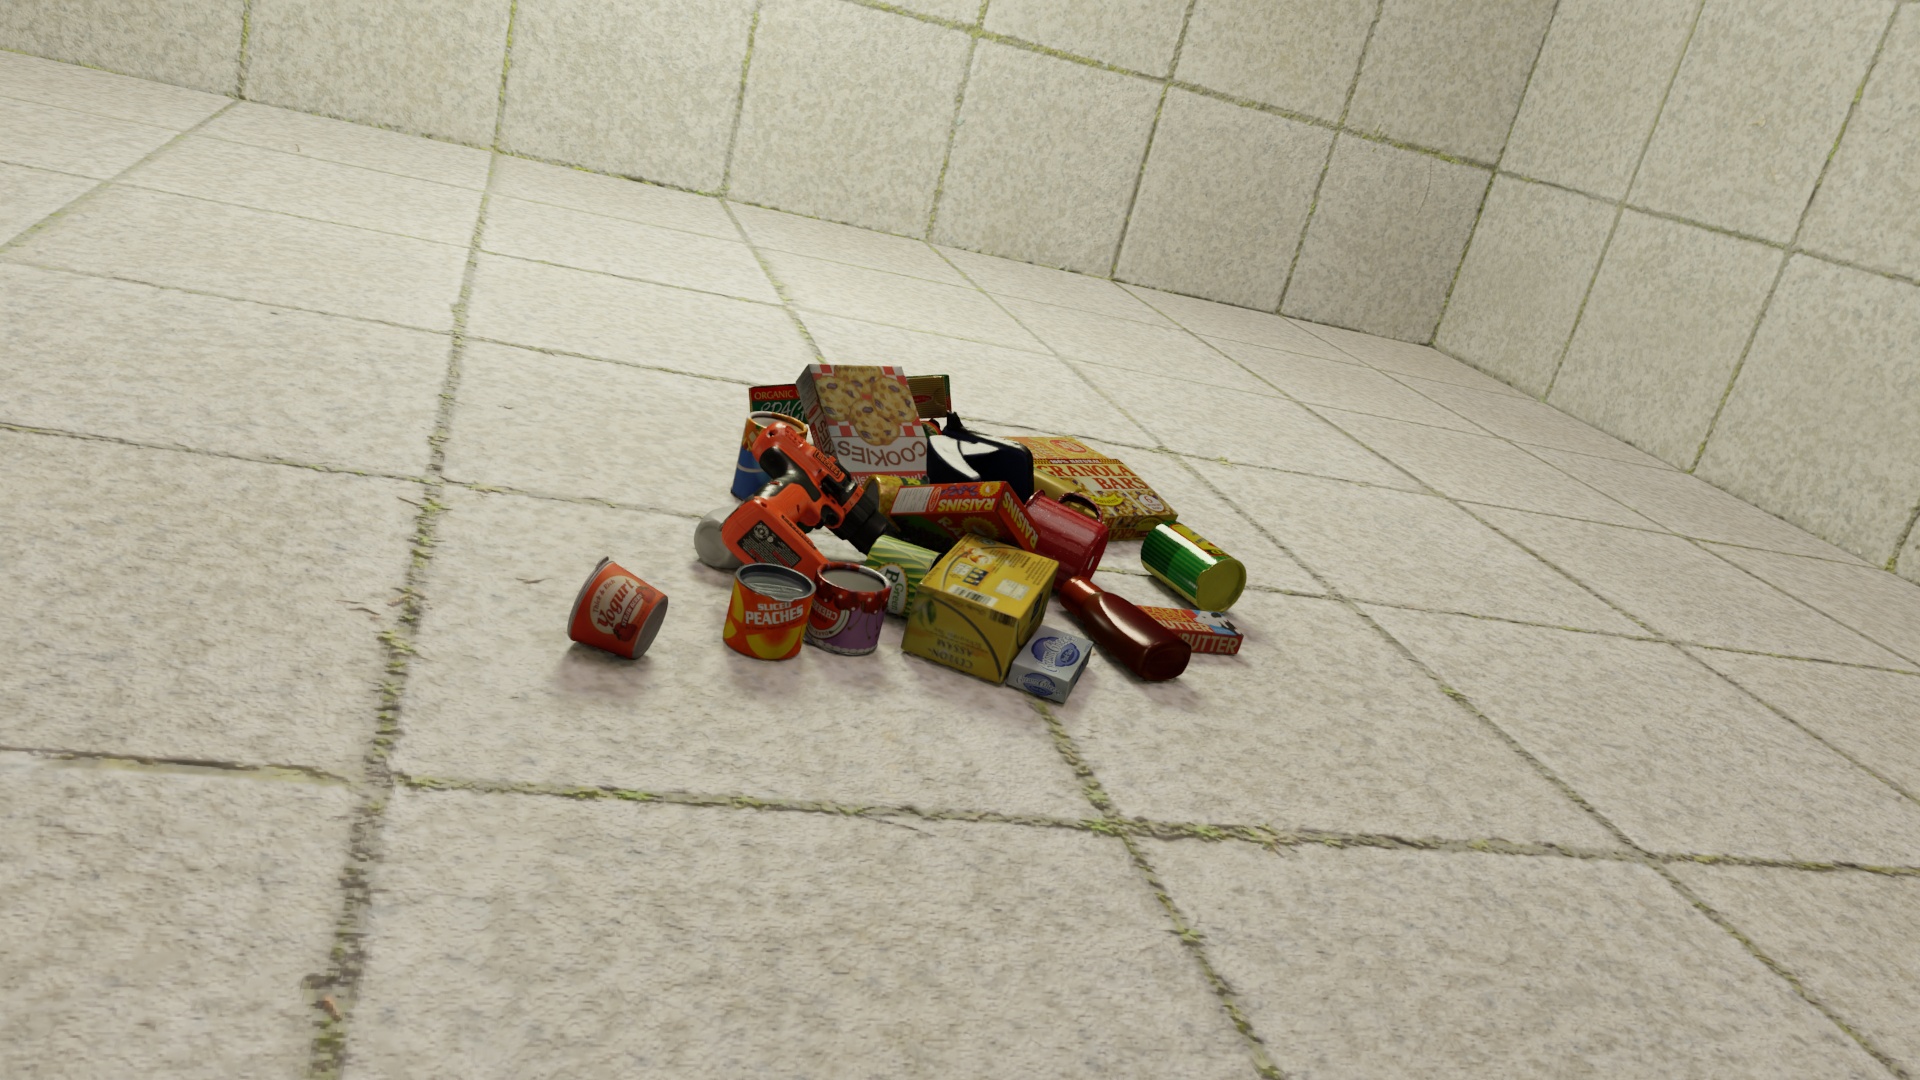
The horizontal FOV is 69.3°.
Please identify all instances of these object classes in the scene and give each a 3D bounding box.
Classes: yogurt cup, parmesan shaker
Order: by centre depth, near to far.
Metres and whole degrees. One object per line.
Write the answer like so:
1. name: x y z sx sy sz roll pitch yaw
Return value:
1. yogurt cup: -0.259 0.056 1.059 0.054 0.072 0.072 25 20 4
2. parmesan shaker: 0.247 0.026 1.491 0.071 0.071 0.103 2 24 -33

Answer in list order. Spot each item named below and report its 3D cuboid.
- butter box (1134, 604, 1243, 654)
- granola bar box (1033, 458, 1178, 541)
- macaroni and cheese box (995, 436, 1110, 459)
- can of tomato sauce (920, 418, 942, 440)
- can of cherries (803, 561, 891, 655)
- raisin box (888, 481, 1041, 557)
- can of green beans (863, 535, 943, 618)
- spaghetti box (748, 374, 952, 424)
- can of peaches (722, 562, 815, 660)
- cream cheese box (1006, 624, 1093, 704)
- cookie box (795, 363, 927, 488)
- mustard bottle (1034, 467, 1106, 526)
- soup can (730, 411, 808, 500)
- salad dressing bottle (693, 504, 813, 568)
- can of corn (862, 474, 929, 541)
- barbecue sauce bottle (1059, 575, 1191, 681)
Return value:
1. butter box: 0.222 0.088 1.373 0.103 0.024 0.053 6 21 -24
2. granola bar box: 0.159 -0.050 1.646 0.166 0.039 0.124 -3 37 -40
3. macaroni and cheese box: 0.116 -0.095 1.765 0.167 0.040 0.124 -2 25 -40
4. can of tomato sauce: -0.066 -0.106 1.622 0.071 0.071 0.083 28 24 33
5. can of cherries: -0.098 0.057 1.177 0.071 0.058 0.072 14 19 -5
6. raisin box: 0.005 -0.017 1.352 0.123 0.086 0.040 -1 54 31
7. can of green beans: -0.054 0.034 1.258 0.058 0.071 0.071 18 20 10
8. spaghetti box: -0.132 -0.165 1.644 0.250 0.050 0.029 -1 10 18
9. can of peaches: -0.156 0.059 1.131 0.071 0.057 0.071 14 20 -5
10. cream cheese box: 0.079 0.108 1.218 0.053 0.024 0.104 18 20 12
11. cookie box: -0.100 -0.113 1.525 0.123 0.040 0.168 -3 64 -35
12. mustard bottle: 0.090 -0.049 1.497 0.160 0.049 0.065 25 1 21
13. soup can: -0.196 -0.084 1.448 0.071 0.083 0.071 14 19 -5
14. salad dressing bottle: -0.190 -0.011 1.315 0.064 0.043 0.148 34 24 18
15. can of corn: -0.067 -0.036 1.430 0.058 0.071 0.071 5 22 -24
16. barbecue sauce bottle: 0.150 0.080 1.316 0.065 0.043 0.149 1 23 -34
